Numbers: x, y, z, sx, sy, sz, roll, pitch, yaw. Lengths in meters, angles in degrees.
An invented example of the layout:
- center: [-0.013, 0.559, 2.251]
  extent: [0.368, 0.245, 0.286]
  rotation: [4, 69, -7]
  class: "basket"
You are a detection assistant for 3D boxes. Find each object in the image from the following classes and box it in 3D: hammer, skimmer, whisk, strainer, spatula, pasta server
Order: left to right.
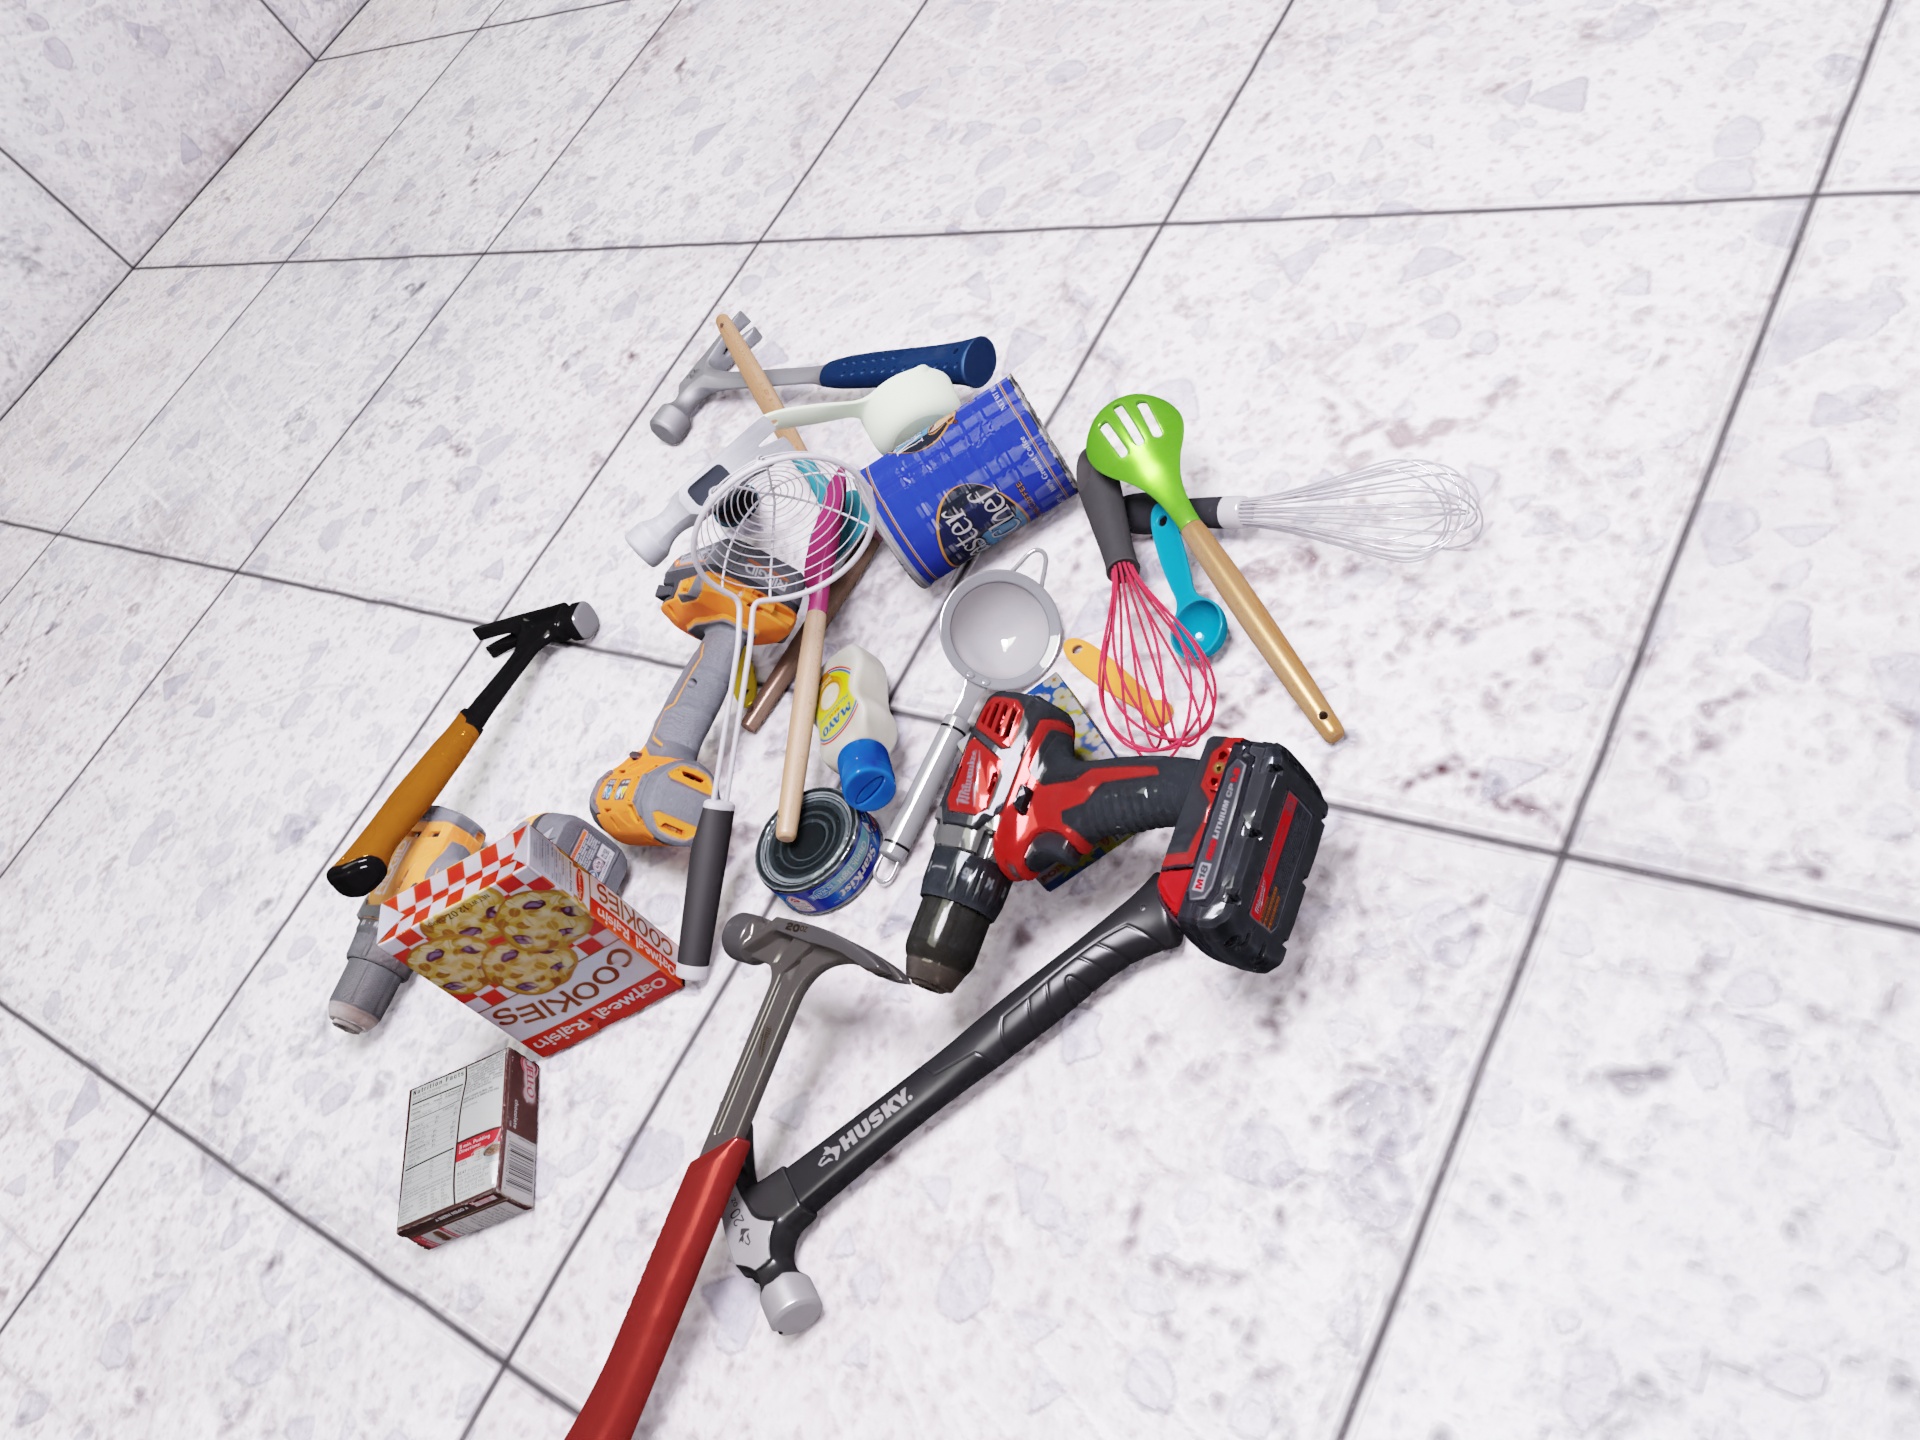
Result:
- center: [-0.418, 0.017, 1.300]
  extent: [0.127, 0.034, 0.337]
  rotation: [-10, 35, 27]
  class: "hammer"
- center: [-0.148, 0.289, 0.922]
  extent: [0.149, 0.036, 0.359]
  rotation: [8, 71, 46]
  class: "hammer"
- center: [-0.182, -0.171, 1.222]
  extent: [0.128, 0.033, 0.331]
  rotation: [-42, 7, 1]
  class: "hammer"
- center: [-0.140, 0.002, 1.064]
  extent: [0.090, 0.127, 0.363]
  rotation: [12, 93, 54]
  class: "skimmer"
- center: [-0.150, -0.241, 1.328]
  extent: [0.082, 0.044, 0.318]
  rotation: [-44, 57, 23]
  class: "spatula"
- center: [-0.119, -0.307, 1.386]
  extent: [0.406, 0.035, 0.144]
  rotation: [9, 61, 46]
  class: "hammer"
- center: [-0.089, -0.127, 1.257]
  extent: [0.060, 0.040, 0.316]
  rotation: [10, 63, 50]
  class: "pasta server"
- center: [-0.005, 0.203, 0.944]
  extent: [0.335, 0.035, 0.146]
  rotation: [-39, 45, 1]
  class: "hammer"
- center: [-0.002, -0.004, 1.101]
  extent: [0.087, 0.050, 0.258]
  rotation: [27, 74, -2]
  class: "strainer"
- center: [0.112, -0.087, 1.056]
  extent: [0.073, 0.073, 0.296]
  rotation: [-24, 46, 16]
  class: "whisk"
- center: [0.210, -0.139, 1.057]
  extent: [0.285, 0.070, 0.070]
  rotation: [6, 60, 42]
  class: "whisk"

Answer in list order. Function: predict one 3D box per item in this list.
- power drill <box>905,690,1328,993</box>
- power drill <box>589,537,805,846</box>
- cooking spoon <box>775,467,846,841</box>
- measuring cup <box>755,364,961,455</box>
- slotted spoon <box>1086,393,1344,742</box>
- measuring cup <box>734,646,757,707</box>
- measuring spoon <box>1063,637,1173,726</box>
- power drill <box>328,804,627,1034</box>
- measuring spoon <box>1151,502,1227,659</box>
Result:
- center: [0.075, 0.082, 0.908]
  extent: [0.227, 0.080, 0.188]
  rotation: [8, 69, 38]
  class: "power drill"
- center: [-0.210, -0.013, 1.194]
  extent: [0.164, 0.084, 0.226]
  rotation: [-7, 61, 57]
  class: "power drill"
- center: [-0.108, -0.056, 1.161]
  extent: [0.068, 0.017, 0.319]
  rotation: [134, 147, -52]
  class: "cooking spoon"
- center: [-0.073, -0.221, 1.196]
  extent: [0.167, 0.083, 0.038]
  rotation: [-13, 63, -30]
  class: "measuring cup"
- center: [0.165, -0.109, 1.038]
  extent: [0.070, 0.031, 0.314]
  rotation: [-31, 59, 5]
  class: "slotted spoon"
- center: [-0.190, -0.069, 1.282]
  extent: [0.062, 0.029, 0.157]
  rotation: [-31, 44, 9]
  class: "measuring cup"
- center: [0.103, -0.029, 1.071]
  extent: [0.021, 0.011, 0.117]
  rotation: [-44, 44, -4]
  class: "measuring spoon"
- center: [-0.376, 0.153, 1.198]
  extent: [0.226, 0.084, 0.185]
  rotation: [-3, 55, 38]
  class: "power drill"
- center: [0.153, -0.094, 1.070]
  extent: [0.042, 0.021, 0.129]
  rotation: [-36, 51, 33]
  class: "measuring spoon"
